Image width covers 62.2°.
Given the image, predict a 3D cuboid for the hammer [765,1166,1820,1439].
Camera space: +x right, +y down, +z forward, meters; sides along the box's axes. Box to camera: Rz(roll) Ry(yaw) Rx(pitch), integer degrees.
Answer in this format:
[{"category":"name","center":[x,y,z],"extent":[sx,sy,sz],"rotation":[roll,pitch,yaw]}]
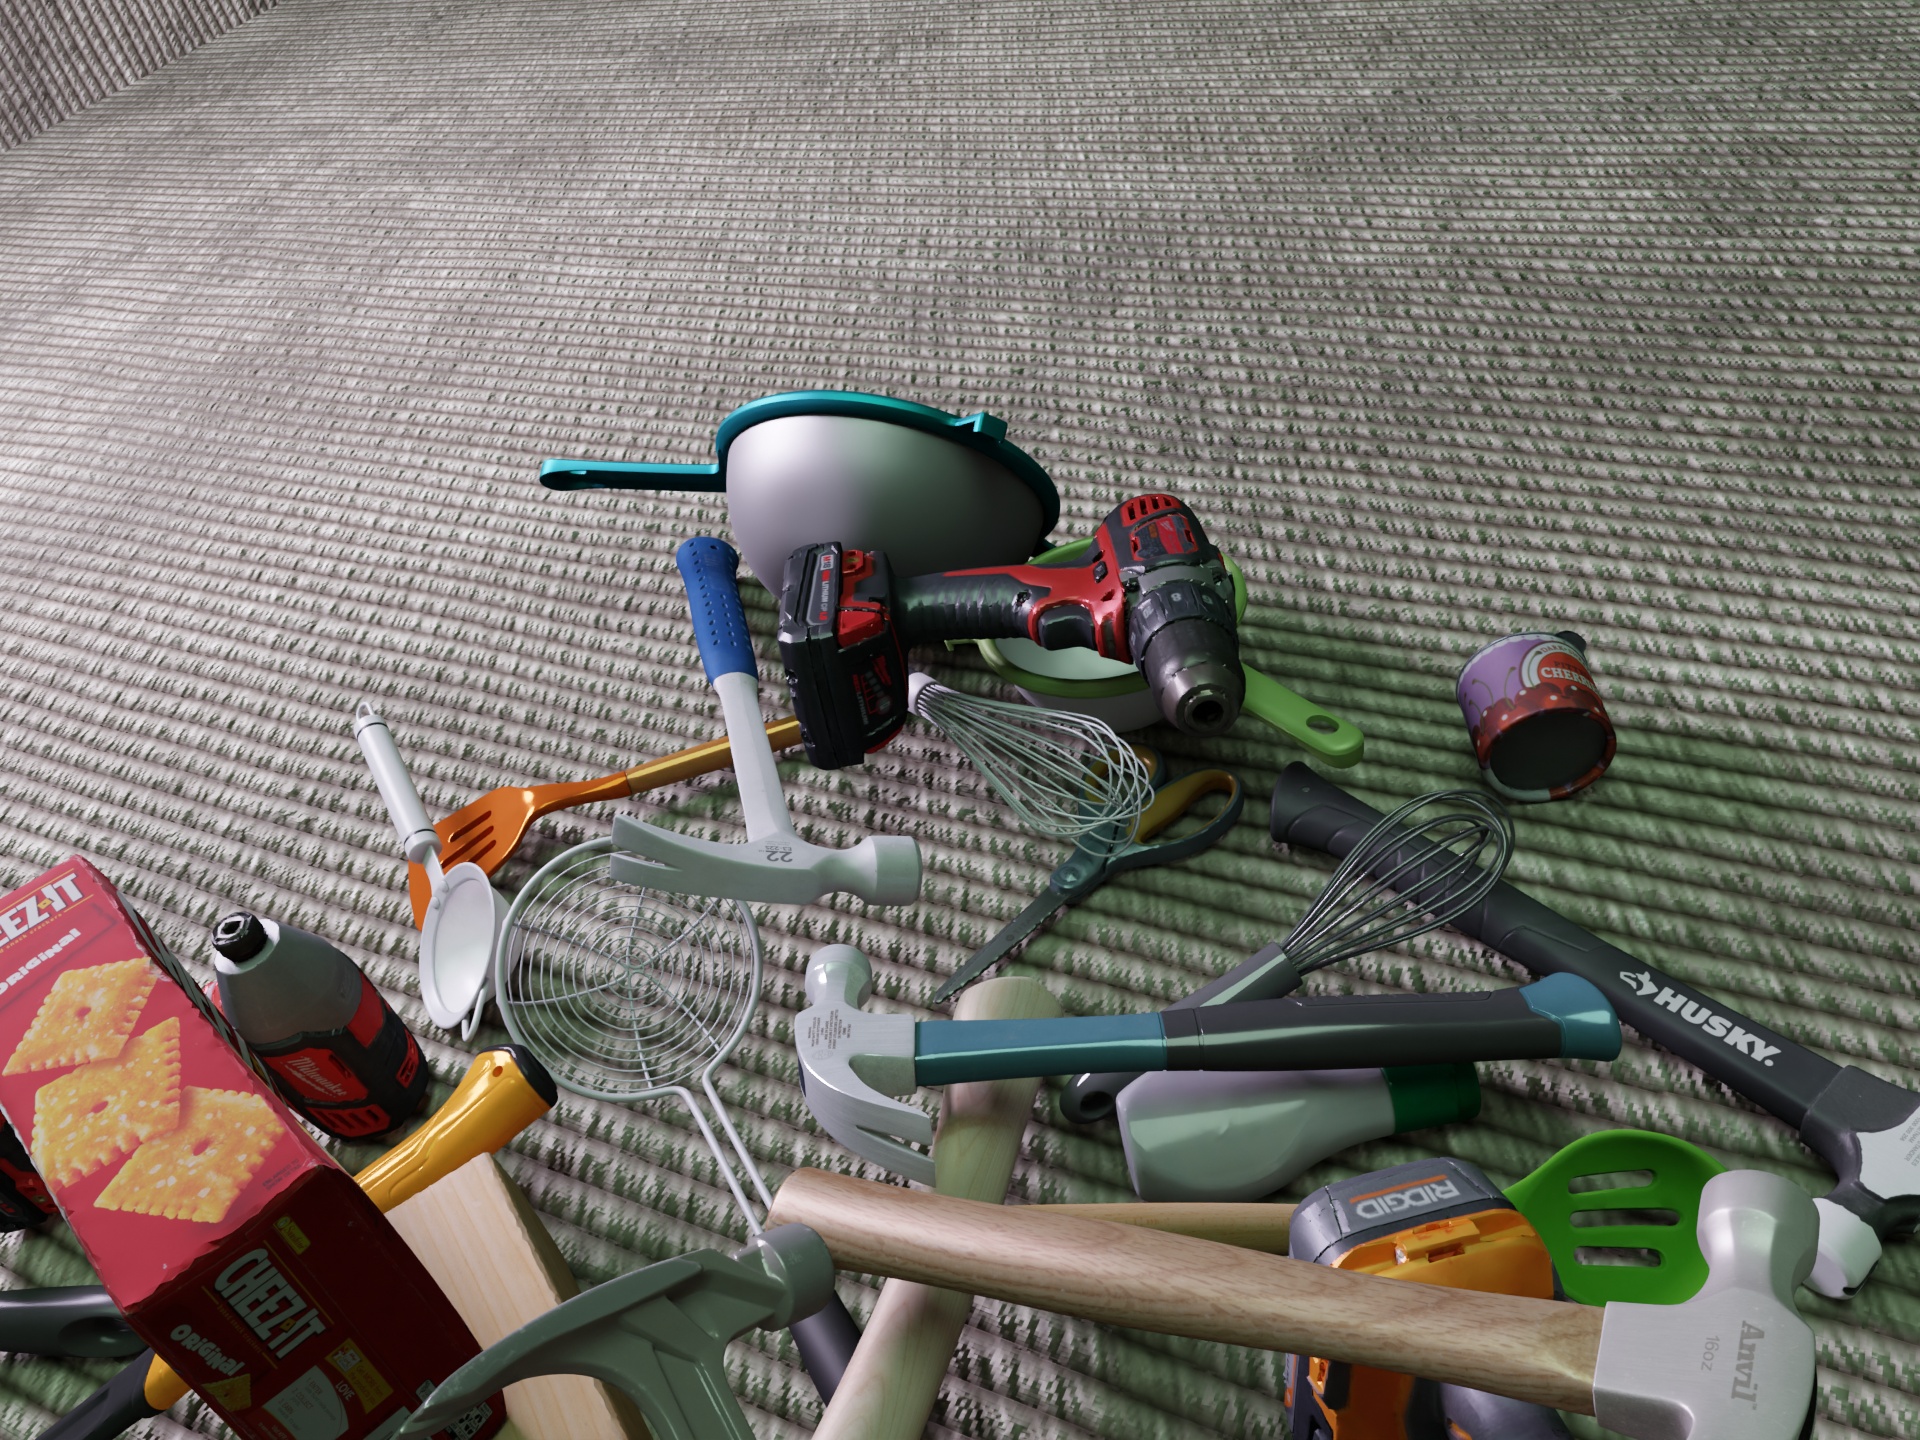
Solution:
[{"category":"hammer","center":[0.076,0.178,0.491],"extent":[0.331,0.031,0.130],"rotation":[-1,33,32]}]

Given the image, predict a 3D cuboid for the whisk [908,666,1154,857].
[{"category":"whisk","center":[-0.001,-0.004,0.869],"extent":[0.070,0.070,0.285],"rotation":[-36,40,-23]}]

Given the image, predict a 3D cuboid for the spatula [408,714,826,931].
[{"category":"spatula","center":[-0.168,0.035,0.928],"extent":[0.322,0.041,0.081],"rotation":[-18,42,-10]}]

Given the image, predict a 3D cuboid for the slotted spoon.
[{"category":"slotted spoon","center":[0.139,0.191,0.602],"extent":[0.313,0.031,0.070],"rotation":[0,81,-2]}]

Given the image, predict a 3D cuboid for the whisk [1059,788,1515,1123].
[{"category":"whisk","center":[0.143,0.107,0.708],"extent":[0.239,0.055,0.055],"rotation":[-35,42,0]}]

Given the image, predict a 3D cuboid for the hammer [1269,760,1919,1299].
[{"category":"hammer","center":[0.274,0.101,0.713],"extent":[0.146,0.035,0.335],"rotation":[-36,45,-22]}]

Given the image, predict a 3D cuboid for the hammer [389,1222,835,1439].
[{"category":"hammer","center":[-0.017,0.316,0.430],"extent":[0.149,0.036,0.359],"rotation":[-8,56,-48]}]

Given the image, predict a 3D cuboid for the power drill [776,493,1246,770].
[{"category":"power drill","center":[0.028,-0.039,0.795],"extent":[0.226,0.080,0.188],"rotation":[-10,32,3]}]

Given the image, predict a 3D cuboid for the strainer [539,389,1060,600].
[{"category":"strainer","center":[-0.112,-0.111,0.967],"extent":[0.340,0.210,0.095],"rotation":[5,73,17]}]

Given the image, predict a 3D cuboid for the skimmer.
[{"category":"skimmer","center":[-0.098,0.187,0.680],"extent":[0.127,0.090,0.364],"rotation":[-27,42,-15]}]

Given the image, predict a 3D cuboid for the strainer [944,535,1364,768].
[{"category":"strainer","center":[0.120,-0.019,0.861],"extent":[0.151,0.069,0.257],"rotation":[-32,41,-21]}]

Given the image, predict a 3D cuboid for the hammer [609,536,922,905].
[{"category":"hammer","center":[-0.132,-0.017,0.904],"extent":[0.144,0.035,0.406],"rotation":[3,27,-16]}]

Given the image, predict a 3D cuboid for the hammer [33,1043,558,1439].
[{"category":"hammer","center":[-0.310,0.260,0.665],"extent":[0.337,0.034,0.127],"rotation":[-39,42,-14]}]

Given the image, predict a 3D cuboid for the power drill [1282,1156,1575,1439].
[{"category":"power drill","center":[0.177,0.264,0.479],"extent":[0.084,0.164,0.227],"rotation":[-11,29,-11]}]

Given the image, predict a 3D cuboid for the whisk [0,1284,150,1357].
[{"category":"whisk","center":[-0.501,0.275,0.729],"extent":[0.296,0.073,0.073],"rotation":[-3,42,6]}]

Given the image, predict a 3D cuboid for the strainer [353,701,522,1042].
[{"category":"strainer","center":[-0.290,0.074,0.874],"extent":[0.050,0.087,0.259],"rotation":[8,35,-46]}]

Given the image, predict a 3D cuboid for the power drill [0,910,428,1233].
[{"category":"power drill","center":[-0.384,0.161,0.757],"extent":[0.219,0.143,0.079],"rotation":[-15,43,4]}]

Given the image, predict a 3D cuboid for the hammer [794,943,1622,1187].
[{"category":"hammer","center":[0.096,0.129,0.650],"extent":[0.331,0.033,0.128],"rotation":[-3,25,2]}]

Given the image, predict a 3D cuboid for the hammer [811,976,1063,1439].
[{"category":"hammer","center":[-0.016,0.242,0.579],"extent":[0.146,0.038,0.411],"rotation":[36,35,-4]}]
